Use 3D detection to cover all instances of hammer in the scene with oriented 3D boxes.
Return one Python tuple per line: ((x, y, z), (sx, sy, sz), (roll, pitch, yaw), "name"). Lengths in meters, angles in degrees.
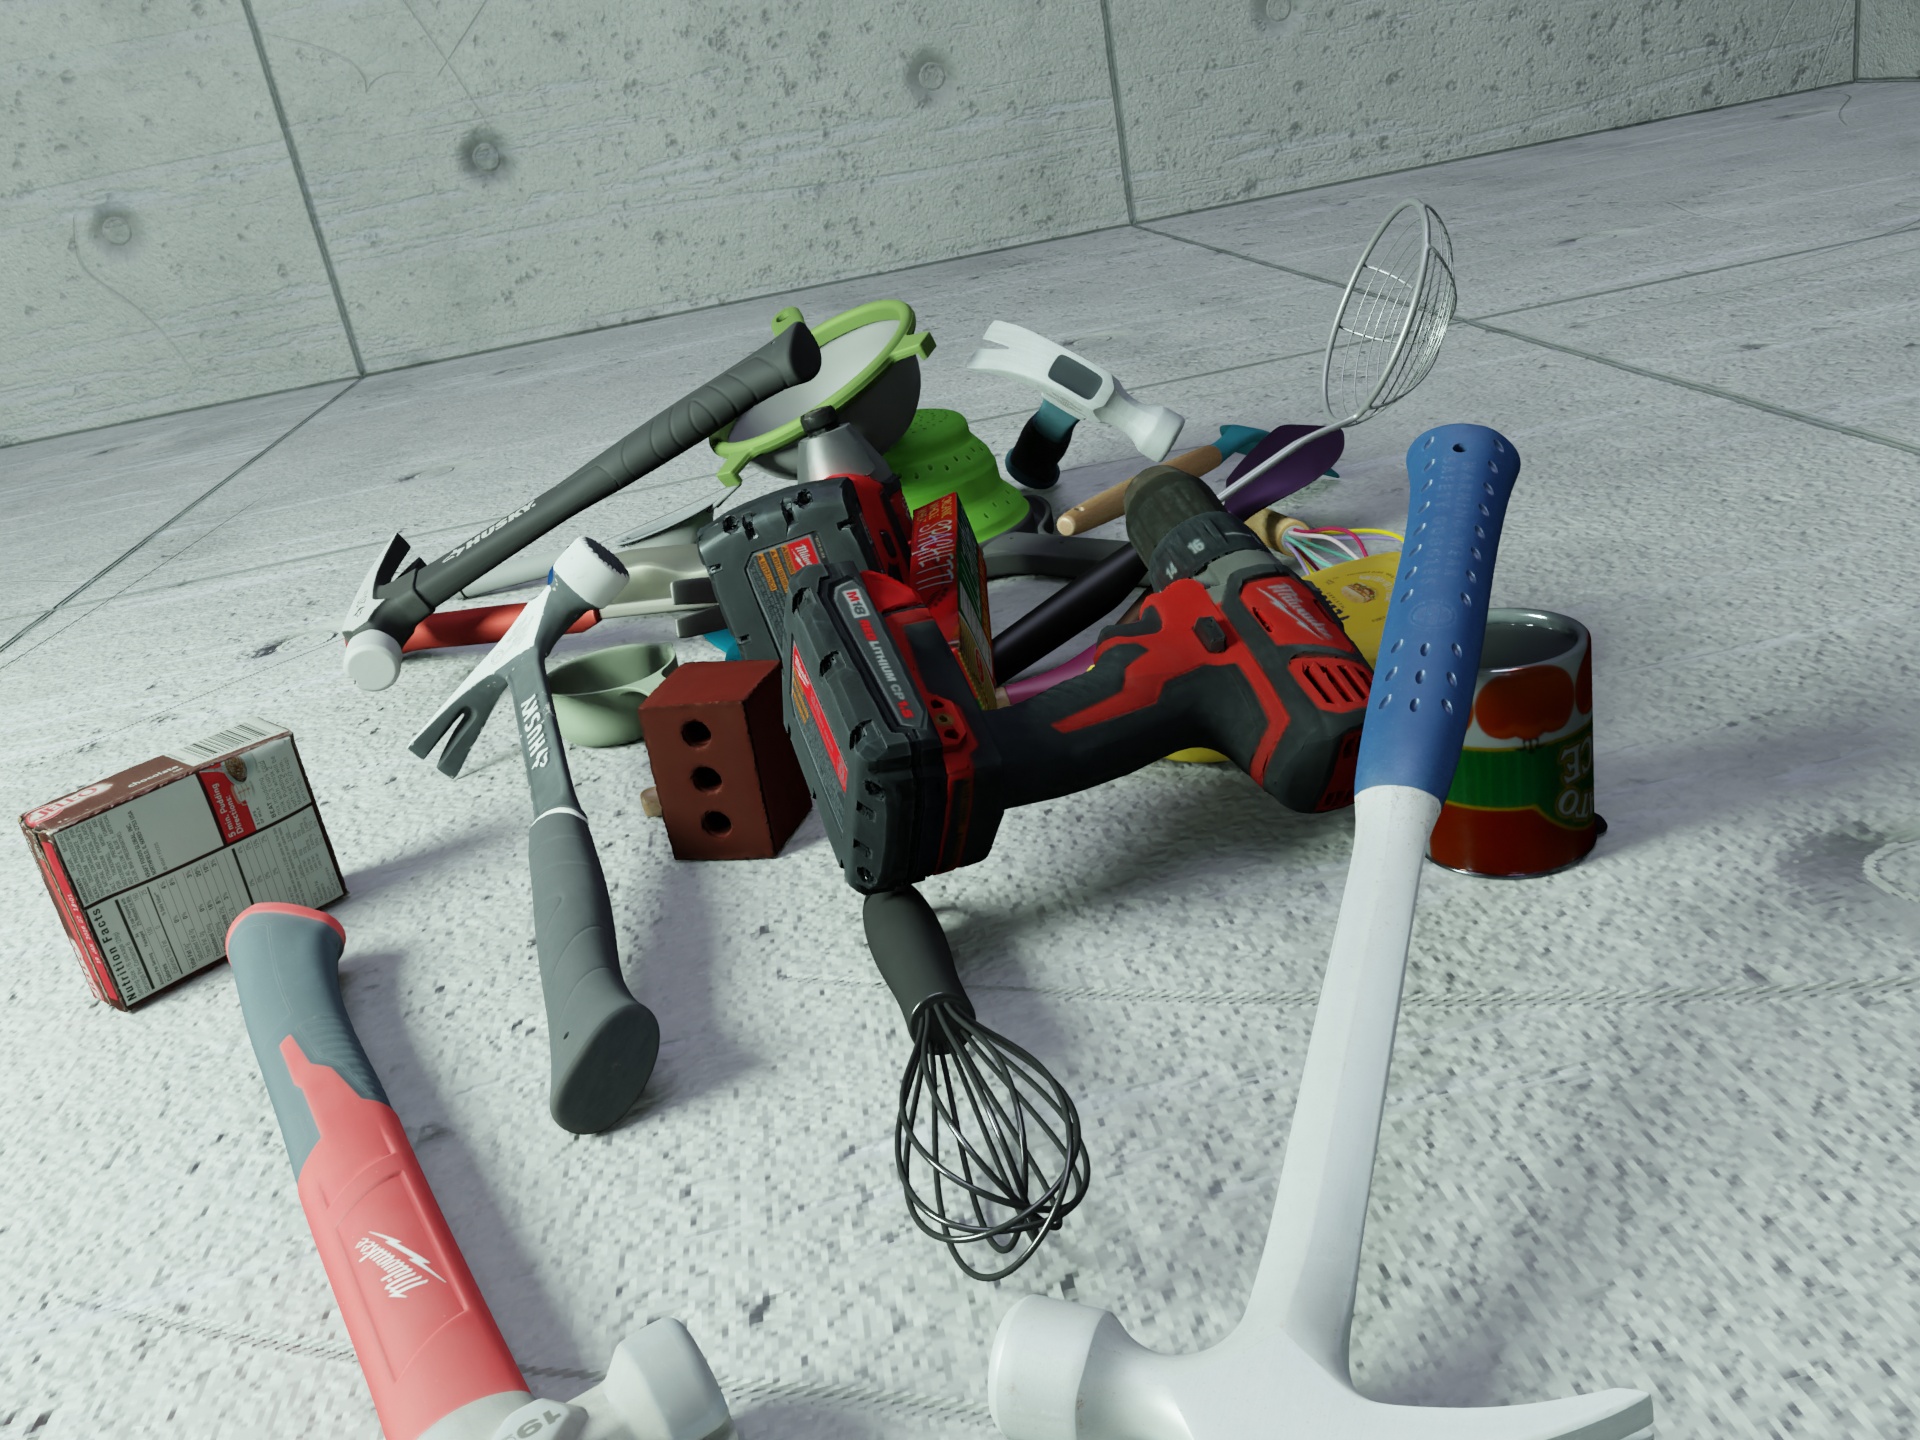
((-0.260, -0.063, 0.989), (0.359, 0.036, 0.149), (-3, 8, 30), "hammer")
((-0.211, 0.147, 0.510), (0.143, 0.038, 0.387), (-23, 25, -24), "hammer")
((0.137, 0.034, 0.482), (0.144, 0.035, 0.406), (2, 43, 24), "hammer")
((0.061, -0.193, 1.059), (0.128, 0.033, 0.331), (31, -1, -2), "hammer")
((-0.230, -0.144, 0.972), (0.335, 0.035, 0.146), (-31, 32, 6), "hammer")
((-0.184, 0.042, 0.703), (0.149, 0.036, 0.409), (-46, 30, 6), "hammer")

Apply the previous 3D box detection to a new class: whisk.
((0.198, -0.098, 0.916), (0.051, 0.047, 0.245), (-2, 16, -10), "whisk")
((-0.007, 0.102, 0.523), (0.055, 0.055, 0.239), (-14, 17, -7), "whisk")

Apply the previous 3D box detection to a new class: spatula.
((0.143, -0.101, 0.907), (0.060, 0.018, 0.316), (11, 40, 34), "spatula")
((0.145, -0.148, 0.991), (0.082, 0.044, 0.317), (21, 30, 28), "spatula")

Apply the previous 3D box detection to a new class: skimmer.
((0.131, -0.151, 0.871), (0.363, 0.090, 0.127), (-36, 2, -10), "skimmer")

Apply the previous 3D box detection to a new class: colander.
((0.016, -0.146, 1.036), (0.397, 0.094, 0.204), (11, 30, 42), "colander")

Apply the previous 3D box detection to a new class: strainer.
((-0.278, -0.124, 1.194), (0.258, 0.050, 0.087), (-13, 16, 10), "strainer")
((-0.089, -0.215, 1.041), (0.151, 0.069, 0.257), (-33, 28, 5), "strainer")

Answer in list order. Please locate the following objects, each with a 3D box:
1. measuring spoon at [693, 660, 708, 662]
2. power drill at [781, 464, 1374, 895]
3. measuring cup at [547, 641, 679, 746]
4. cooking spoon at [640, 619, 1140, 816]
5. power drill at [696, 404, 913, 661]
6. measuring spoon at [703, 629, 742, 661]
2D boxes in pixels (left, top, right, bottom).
((-0.114, -0.021, 0.896), (0.124, 0.018, 0.034), (6, 27, 34), "measuring spoon")
((0.044, -0.029, 0.645), (0.226, 0.080, 0.188), (-10, 47, -18), "power drill")
((-0.162, -0.003, 0.854), (0.083, 0.038, 0.168), (-27, 29, -34), "measuring cup")
((-0.001, -0.003, 0.784), (0.319, 0.017, 0.069), (-16, 47, -6), "cooking spoon")
((-0.065, -0.088, 0.845), (0.078, 0.143, 0.220), (-17, 15, 10), "power drill")
((-0.140, -0.055, 0.983), (0.042, 0.021, 0.129), (-19, 24, -20), "measuring spoon")
